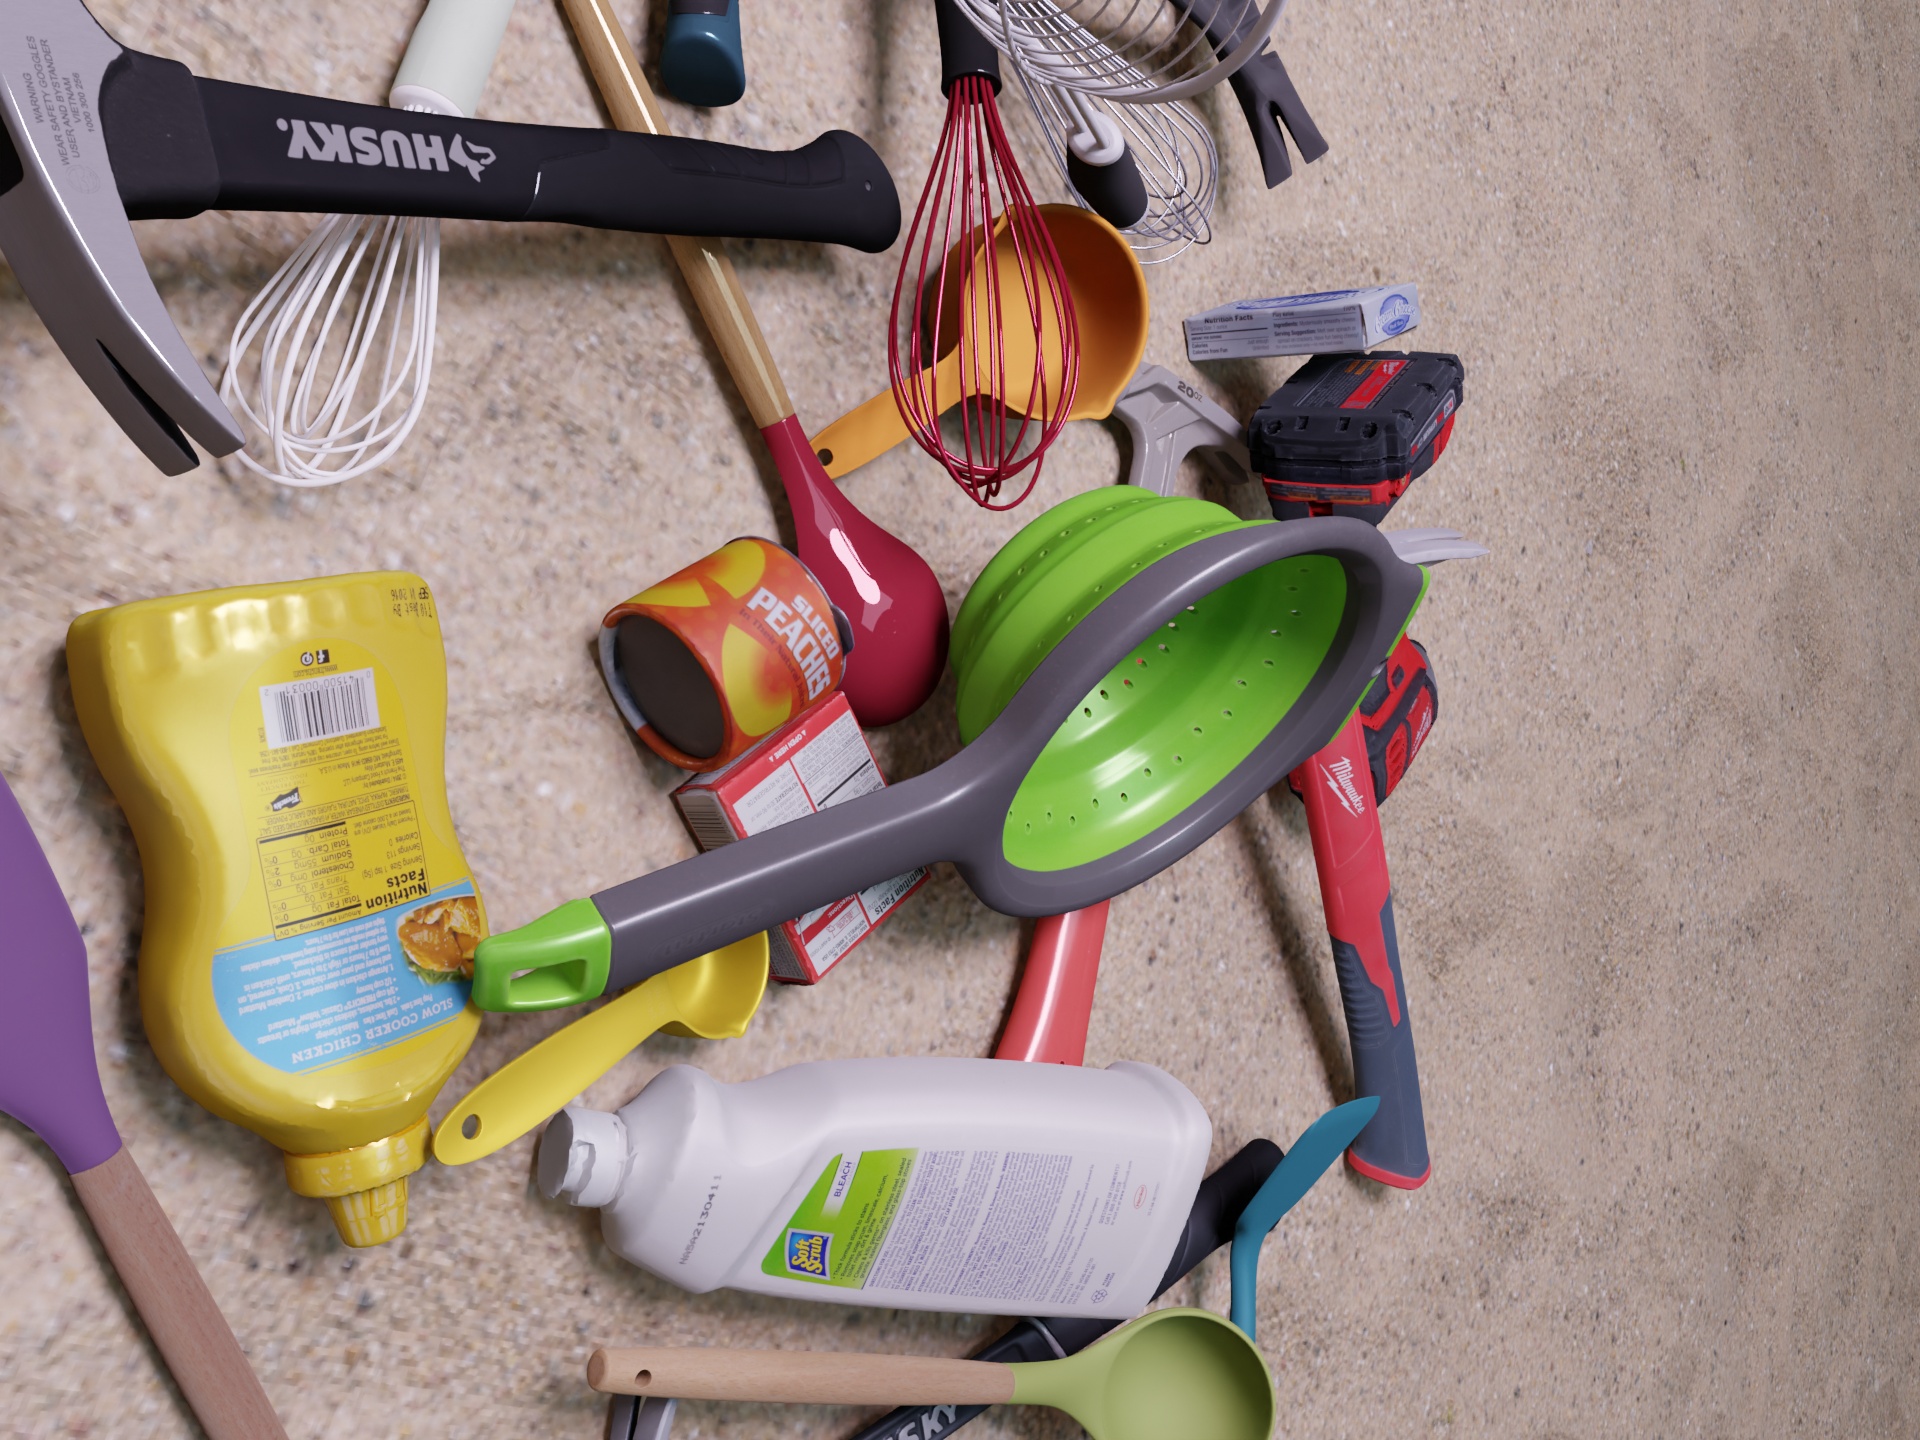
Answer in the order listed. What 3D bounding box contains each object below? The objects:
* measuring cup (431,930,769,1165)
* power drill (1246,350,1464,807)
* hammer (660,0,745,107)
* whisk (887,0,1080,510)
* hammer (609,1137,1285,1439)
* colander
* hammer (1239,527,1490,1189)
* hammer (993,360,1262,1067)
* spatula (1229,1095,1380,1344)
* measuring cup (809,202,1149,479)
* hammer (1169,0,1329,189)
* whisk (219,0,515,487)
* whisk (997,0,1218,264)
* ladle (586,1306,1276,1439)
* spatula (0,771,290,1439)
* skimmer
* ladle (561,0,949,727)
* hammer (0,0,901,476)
[{"bbox_3d":[-0.120,0.099,0.521,0.156,0.029,0.062,-32,112,-54],"label":"measuring cup"},{"bbox_3d":[0.213,-0.073,0.830,0.143,0.078,0.219,-44,133,-46],"label":"power drill"},{"bbox_3d":[-0.089,-0.389,0.550,0.033,0.128,0.331,1,98,-2],"label":"hammer"},{"bbox_3d":[0.005,-0.222,0.602,0.073,0.073,0.296,7,76,-45],"label":"whisk"},{"bbox_3d":[0.020,0.266,0.675,0.409,0.036,0.149,-15,98,-45],"label":"hammer"},{"bbox_3d":[-0.001,-0.002,0.580,0.397,0.095,0.204,-19,146,-33],"label":"colander"},{"bbox_3d":[0.217,0.089,0.814,0.143,0.038,0.386,-22,120,-7],"label":"hammer"},{"bbox_3d":[0.073,0.012,0.735,0.149,0.037,0.359,24,71,-42],"label":"hammer"},{"bbox_3d":[0.136,0.328,0.753,0.082,0.044,0.317,10,92,-56],"label":"spatula"},{"bbox_3d":[-0.004,-0.147,0.662,0.173,0.052,0.095,-34,113,-14],"label":"measuring cup"},{"bbox_3d":[0.065,-0.326,0.660,0.336,0.034,0.127,-1,67,-59],"label":"hammer"},{"bbox_3d":[-0.168,-0.182,0.493,0.057,0.059,0.246,95,6,-71],"label":"whisk"},{"bbox_3d":[0.023,-0.307,0.684,0.284,0.070,0.070,41,61,-32],"label":"whisk"},{"bbox_3d":[0.006,0.253,0.598,0.319,0.062,0.078,22,78,-40],"label":"ladle"},{"bbox_3d":[-0.227,0.143,0.435,0.060,0.018,0.315,-45,120,-55],"label":"spatula"},{"bbox_3d":[0.057,-0.229,0.523,0.127,0.090,0.363,45,13,4],"label":"skimmer"},{"bbox_3d":[-0.079,-0.136,0.592,0.069,0.031,0.315,-32,109,-22],"label":"ladle"},{"bbox_3d":[-0.124,-0.160,0.484,0.334,0.035,0.146,-21,100,-54],"label":"hammer"}]
